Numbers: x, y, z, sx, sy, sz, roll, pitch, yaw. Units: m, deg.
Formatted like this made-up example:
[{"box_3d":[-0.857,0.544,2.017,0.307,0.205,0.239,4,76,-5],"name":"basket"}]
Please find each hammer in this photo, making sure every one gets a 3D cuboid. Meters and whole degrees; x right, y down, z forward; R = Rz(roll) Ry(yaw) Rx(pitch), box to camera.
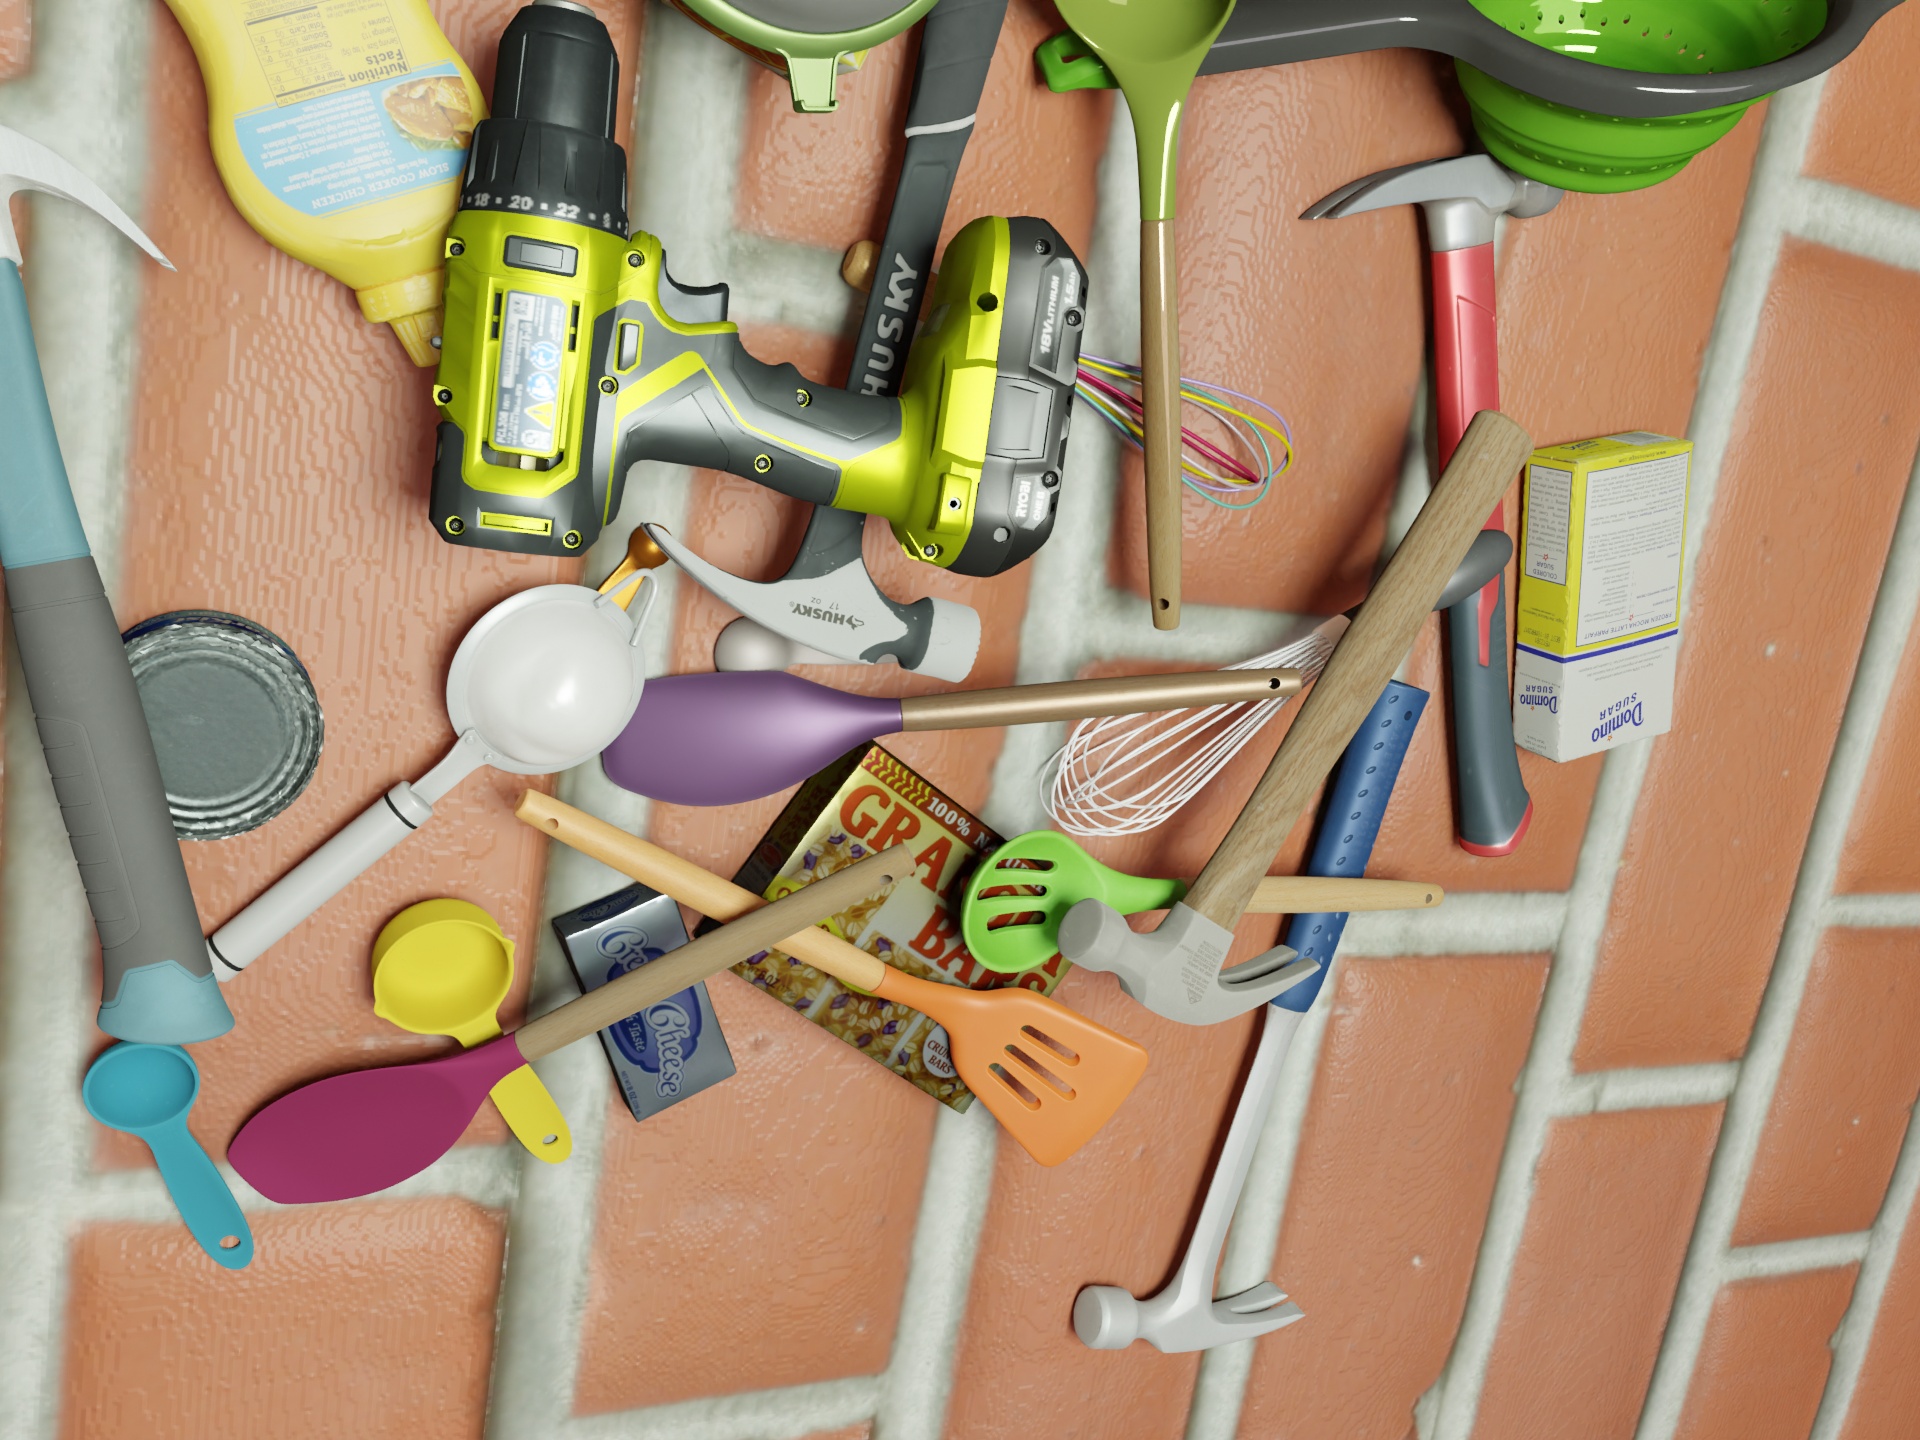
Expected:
[{"box_3d":[0.264,-0.100,0.857,0.143,0.038,0.386,-17,112,-20],"name":"hammer"},{"box_3d":[0.186,0.172,0.900,0.144,0.035,0.405,13,99,-28],"name":"hammer"},{"box_3d":[-0.019,-0.228,0.660,0.149,0.036,0.409,13,93,-21],"name":"hammer"},{"box_3d":[-0.317,-0.041,0.556,0.128,0.033,0.331,-13,101,-16],"name":"hammer"},{"box_3d":[0.180,-0.001,0.768,0.130,0.031,0.331,33,88,-30],"name":"hammer"}]

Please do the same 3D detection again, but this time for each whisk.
[{"box_3d":[0.054,-0.158,0.737,0.244,0.047,0.051,20,91,-25],"name":"whisk"},{"box_3d":[0.163,-0.025,0.803,0.284,0.070,0.070,-30,116,-11],"name":"whisk"}]

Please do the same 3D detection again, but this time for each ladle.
[{"box_3d":[0.082,-0.187,0.685,0.062,0.078,0.320,-49,139,-59],"name":"ladle"}]

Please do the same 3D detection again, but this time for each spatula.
[{"box_3d":[-0.055,0.110,0.713,0.322,0.041,0.081,31,105,-28],"name":"spatula"},{"box_3d":[-0.001,-0.002,0.714,0.316,0.018,0.060,-6,96,-6],"name":"spatula"}]

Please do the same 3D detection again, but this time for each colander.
[{"box_3d":[0.229,-0.304,0.747,0.397,0.205,0.094,-11,145,-7],"name":"colander"}]

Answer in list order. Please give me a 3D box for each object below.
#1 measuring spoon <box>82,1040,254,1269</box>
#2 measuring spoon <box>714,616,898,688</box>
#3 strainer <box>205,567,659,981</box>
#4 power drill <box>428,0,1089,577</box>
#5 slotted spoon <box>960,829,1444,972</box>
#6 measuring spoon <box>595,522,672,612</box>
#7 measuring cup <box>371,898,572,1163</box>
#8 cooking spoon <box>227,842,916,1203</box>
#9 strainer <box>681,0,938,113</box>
[{"box_3d":[-0.325,0.180,0.665,0.042,0.021,0.128,-19,122,-16],"name":"measuring spoon"},{"box_3d":[-0.051,-0.033,0.732,0.124,0.018,0.034,-6,107,-25],"name":"measuring spoon"},{"box_3d":[-0.218,0.031,0.652,0.258,0.050,0.086,-40,132,-4],"name":"strainer"},{"box_3d":[-0.075,-0.148,0.592,0.228,0.080,0.190,6,97,-17],"name":"power drill"},{"box_3d":[0.131,0.090,0.811,0.313,0.031,0.070,3,101,-30],"name":"slotted spoon"},{"box_3d":[-0.160,-0.035,0.681,0.021,0.011,0.117,37,87,-30],"name":"measuring spoon"},{"box_3d":[-0.210,0.141,0.707,0.062,0.029,0.156,-27,127,-13],"name":"measuring cup"},{"box_3d":[-0.163,0.127,0.677,0.319,0.017,0.068,-26,123,2],"name":"cooking spoon"},{"box_3d":[-0.079,-0.337,0.514,0.256,0.069,0.151,38,87,-32],"name":"strainer"}]
